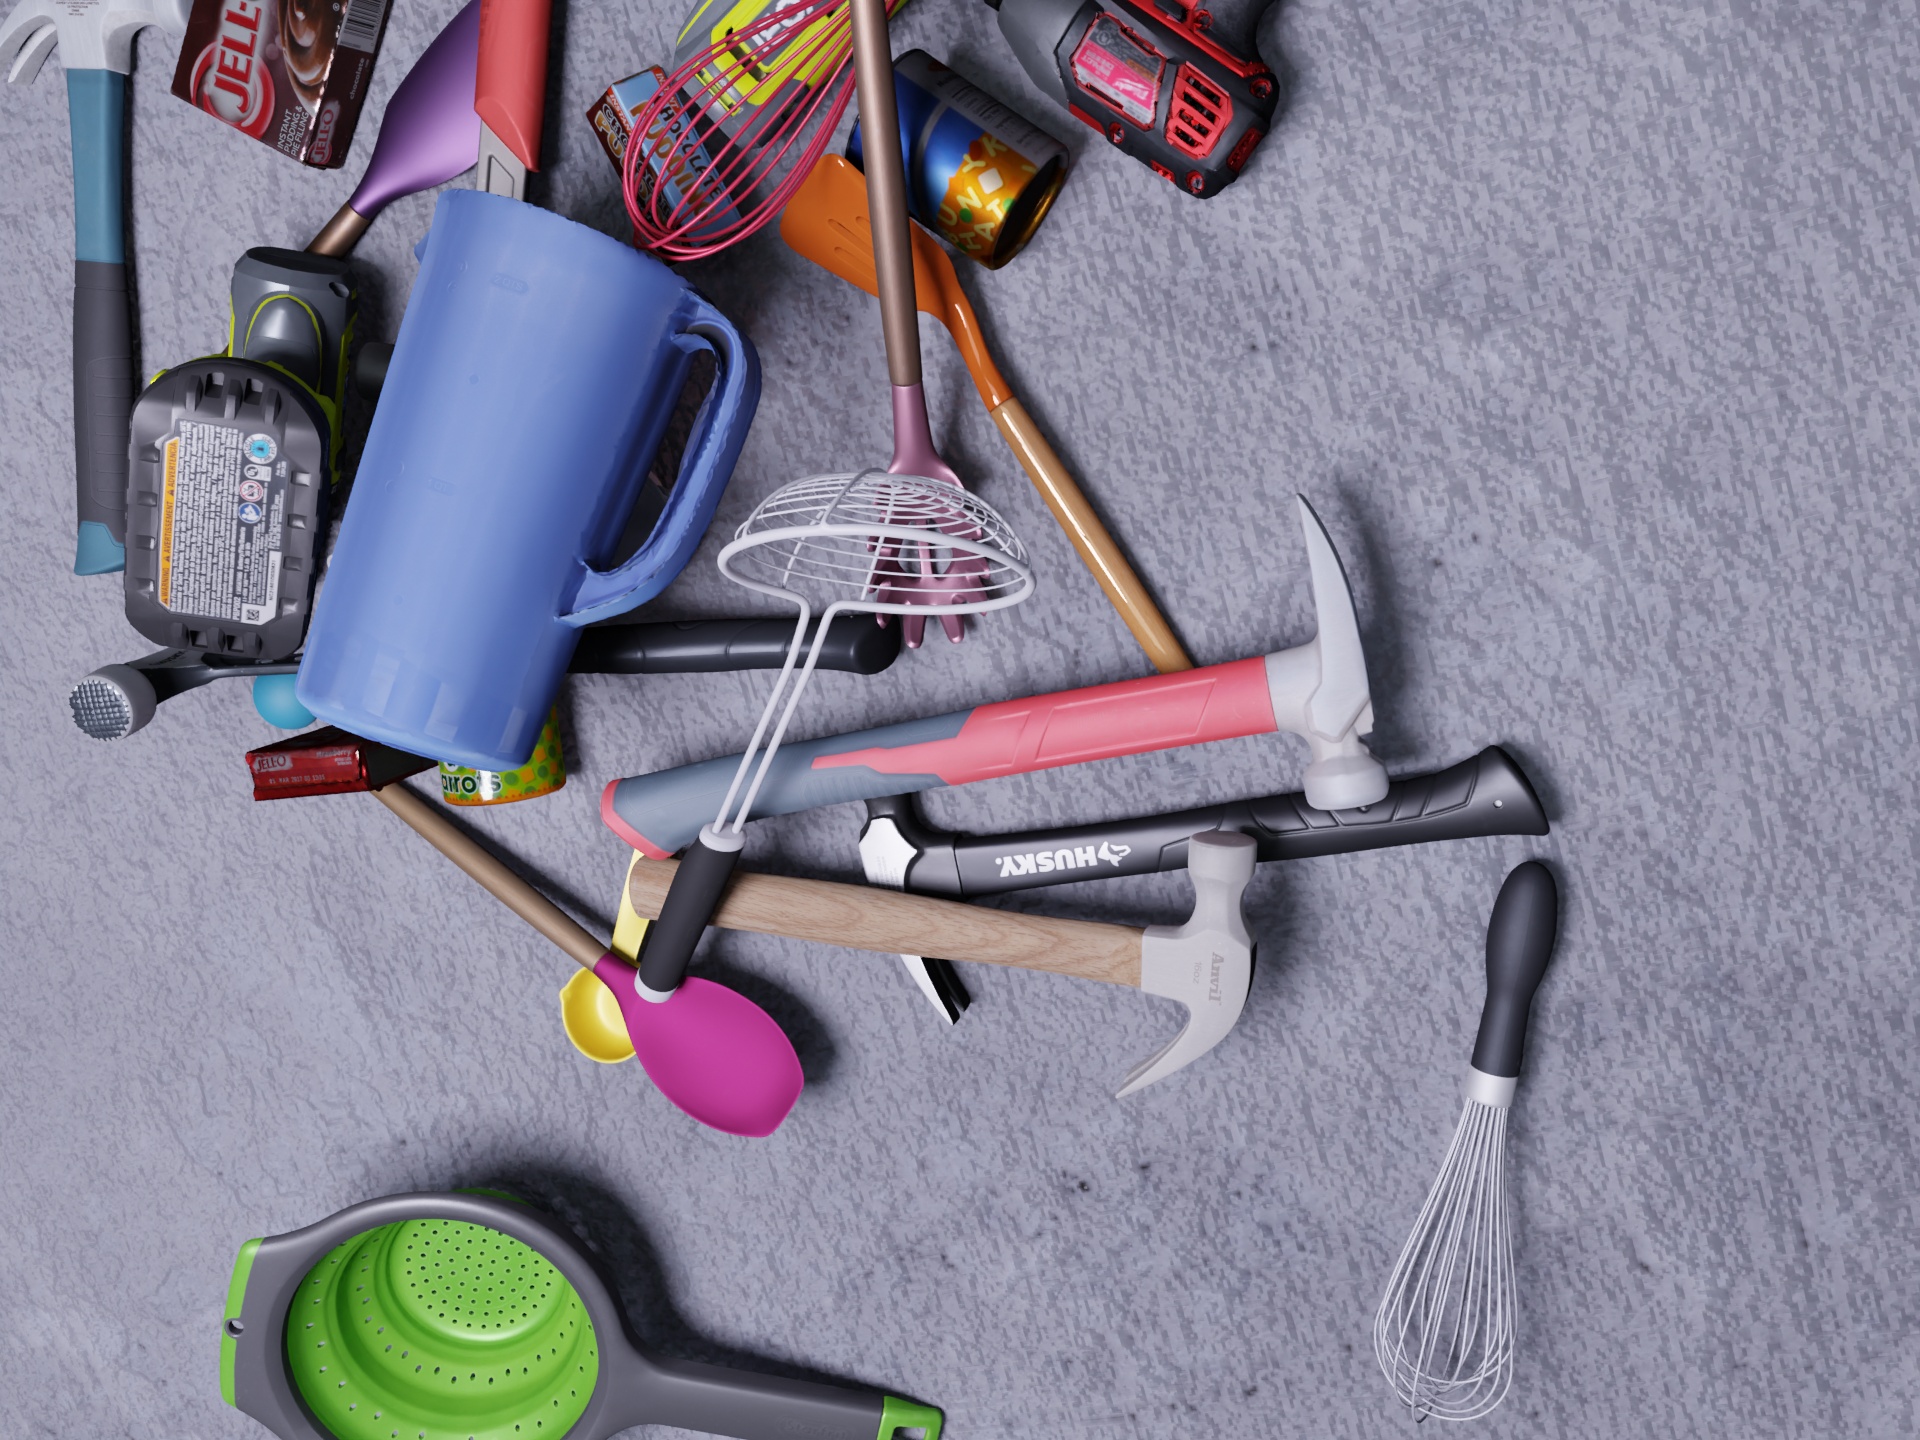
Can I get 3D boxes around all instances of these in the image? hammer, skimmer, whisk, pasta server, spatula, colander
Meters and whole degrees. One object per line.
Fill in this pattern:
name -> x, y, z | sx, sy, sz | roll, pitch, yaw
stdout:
hammer -> 0.113, 0.064, 0.786 | 0.335, 0.035, 0.146 | -9, 98, 17
hammer -> -0.235, -0.035, 0.833 | 0.409, 0.149, 0.036 | -2, 109, 7
skimmer -> -0.084, 0.032, 0.714 | 0.127, 0.090, 0.363 | 8, 130, -26
whisk -> -0.040, -0.313, 0.688 | 0.073, 0.073, 0.296 | 45, 92, 3
whisk -> 0.251, 0.206, 0.768 | 0.070, 0.070, 0.284 | 10, 98, 14
pasta server -> -0.026, -0.177, 0.721 | 0.060, 0.040, 0.316 | -7, 124, -2
hammer -> -0.018, 0.105, 0.795 | 0.331, 0.031, 0.130 | 5, 102, 21
spatula -> 0.027, -0.128, 0.767 | 0.322, 0.041, 0.081 | 56, 153, -4
colander -> -0.207, 0.355, 0.917 | 0.397, 0.094, 0.204 | 12, 104, -5
hammer -> -0.483, -0.244, 0.895 | 0.128, 0.033, 0.331 | 9, 103, 13
hammer -> -0.001, -0.002, 0.769 | 0.386, 0.038, 0.143 | -10, 95, 17
hammer -> -0.215, -0.327, 0.795 | 0.149, 0.037, 0.359 | 9, 101, 2
spatula -> -0.338, -0.256, 0.860 | 0.316, 0.018, 0.060 | -41, 92, 18

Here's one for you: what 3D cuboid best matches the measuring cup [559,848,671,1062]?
measuring cup -> -0.178, 0.114, 0.889 | 0.062, 0.029, 0.156 | 18, 93, 17

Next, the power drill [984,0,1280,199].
power drill -> 0.113, -0.356, 0.684 | 0.143, 0.078, 0.219 | 36, 111, 7

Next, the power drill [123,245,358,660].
power drill -> -0.348, -0.119, 0.790 | 0.080, 0.229, 0.190 | 8, 113, -18

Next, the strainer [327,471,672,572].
strainer -> -0.239, -0.102, 0.851 | 0.258, 0.050, 0.086 | -6, 125, 23

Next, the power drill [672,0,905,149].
power drill -> -0.114, -0.403, 0.723 | 0.171, 0.080, 0.223 | -42, 101, 11

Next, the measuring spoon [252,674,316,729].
measuring spoon -> -0.353, -0.018, 0.908 | 0.128, 0.021, 0.042 | -6, 99, 18

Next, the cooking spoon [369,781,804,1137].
cooking spoon -> -0.215, 0.118, 0.875 | 0.319, 0.017, 0.069 | 34, 91, 16
